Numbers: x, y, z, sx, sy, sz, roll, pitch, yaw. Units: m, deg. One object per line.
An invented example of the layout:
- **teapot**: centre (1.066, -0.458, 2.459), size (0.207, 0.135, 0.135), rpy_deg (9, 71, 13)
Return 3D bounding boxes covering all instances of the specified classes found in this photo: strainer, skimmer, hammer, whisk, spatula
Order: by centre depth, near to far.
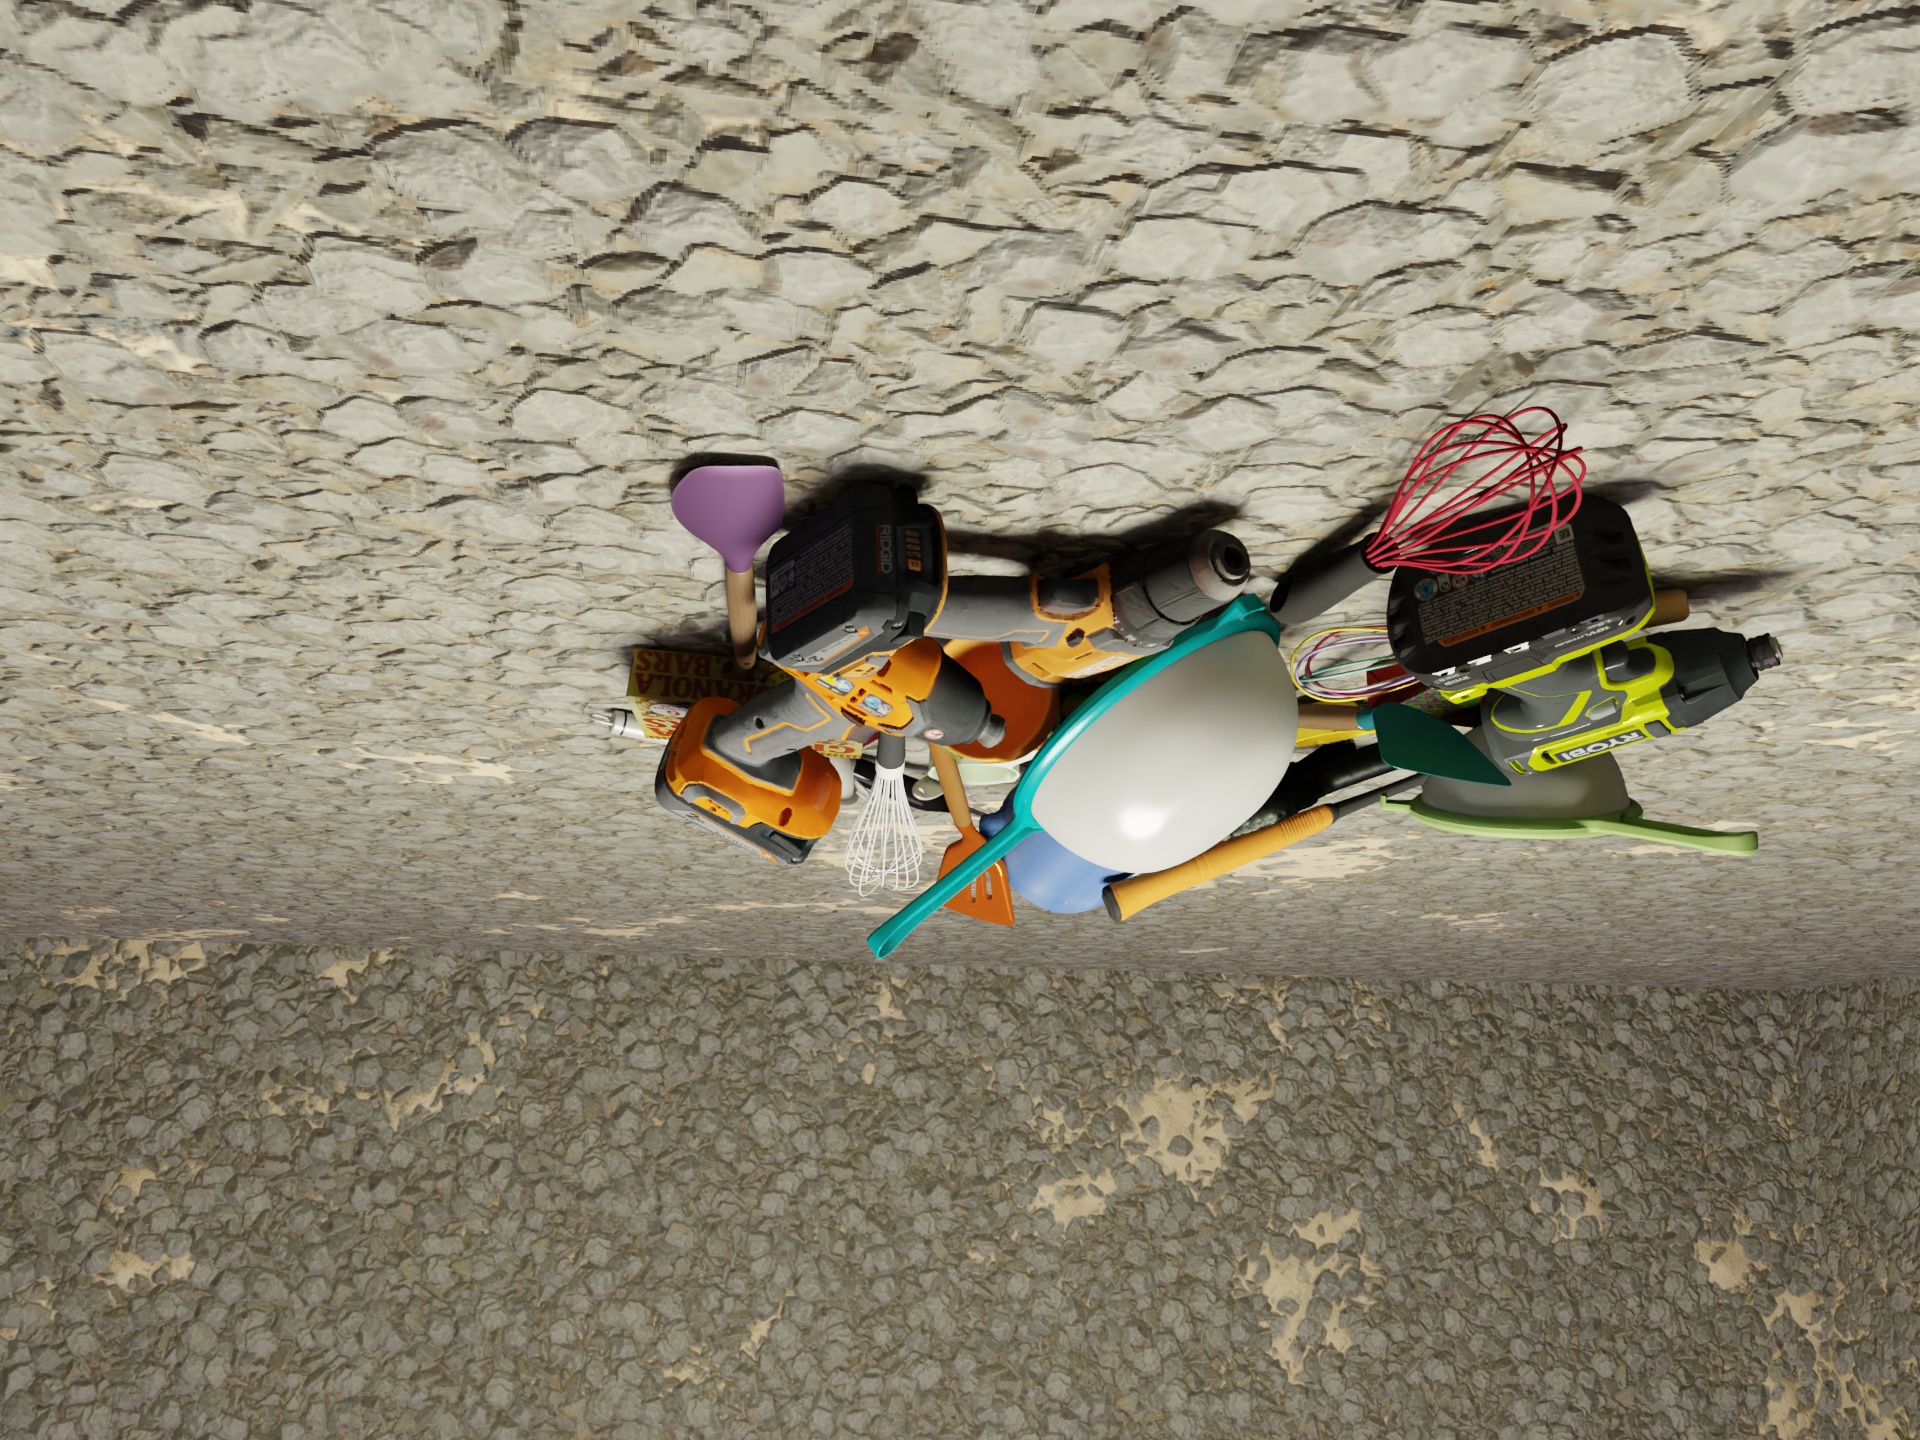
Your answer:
- **whisk**: centre (0.227, -0.092, 0.824), size (0.073, 0.073, 0.296), rpy_deg (4, 170, -12)
- **spatula**: centre (-0.133, -0.084, 0.943), size (0.059, 0.018, 0.315), rpy_deg (-2, 164, -6)
- **whisk**: centre (0.328, -0.052, 1.008), size (0.245, 0.047, 0.051), rpy_deg (-11, 173, 24)
- **strainer**: centre (0.095, 0.072, 1.029), size (0.340, 0.095, 0.210), rpy_deg (-39, 159, 3)
- **strainer**: centre (0.405, 0.038, 1.034), size (0.151, 0.069, 0.256), rpy_deg (-6, -173, -24)
- **spatula**: centre (0.261, 0.009, 1.083), size (0.082, 0.044, 0.317), rpy_deg (9, 180, -11)
- **whisk**: centre (-0.056, 0.052, 1.257), size (0.070, 0.070, 0.284), rpy_deg (2, 143, -4)
- **spatula**: centre (-0.004, 0.079, 1.310), size (0.081, 0.041, 0.322), rpy_deg (16, 153, 18)
- **strainer**: centre (-0.179, 0.023, 1.311), size (0.258, 0.050, 0.087), rpy_deg (13, -155, -24)
- **hammer**: centre (0.275, 0.089, 1.311), size (0.337, 0.034, 0.127), rpy_deg (-21, 166, -6)
- **skimmer**: centre (0.055, 0.069, 1.479), size (0.363, 0.090, 0.127), rpy_deg (22, -176, -27)

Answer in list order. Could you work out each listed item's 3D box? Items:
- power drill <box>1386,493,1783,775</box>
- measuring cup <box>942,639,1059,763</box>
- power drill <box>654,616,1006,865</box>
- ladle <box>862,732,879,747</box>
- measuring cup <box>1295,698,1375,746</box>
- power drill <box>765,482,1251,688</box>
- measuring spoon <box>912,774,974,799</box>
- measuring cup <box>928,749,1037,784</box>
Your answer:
- **power drill**: centre (0.357, -0.041, 0.911), size (0.171, 0.080, 0.223), rpy_deg (-22, 150, 33)
- **measuring cup**: centre (0.061, -0.030, 1.058), size (0.173, 0.095, 0.052), rpy_deg (-21, 168, 9)
- **power drill**: centre (-0.085, 0.009, 1.026), size (0.164, 0.084, 0.226), rpy_deg (29, 139, -19)
- **ladle**: centre (-0.002, -0.004, 1.230), size (0.315, 0.031, 0.069), rpy_deg (-8, 159, 25)
- **measuring cup**: centre (0.326, -0.007, 1.219), size (0.156, 0.029, 0.062), rpy_deg (-10, 170, -6)
- **power drill**: centre (0.029, -0.071, 0.874), size (0.226, 0.084, 0.185), rpy_deg (5, 165, -32)
- **measuring spoon**: centre (-0.018, 0.055, 1.361), size (0.018, 0.034, 0.124), rpy_deg (-49, 170, 21)
- **measuring cup**: centre (0.036, 0.017, 1.286), size (0.083, 0.038, 0.167), rpy_deg (10, 160, -32)
